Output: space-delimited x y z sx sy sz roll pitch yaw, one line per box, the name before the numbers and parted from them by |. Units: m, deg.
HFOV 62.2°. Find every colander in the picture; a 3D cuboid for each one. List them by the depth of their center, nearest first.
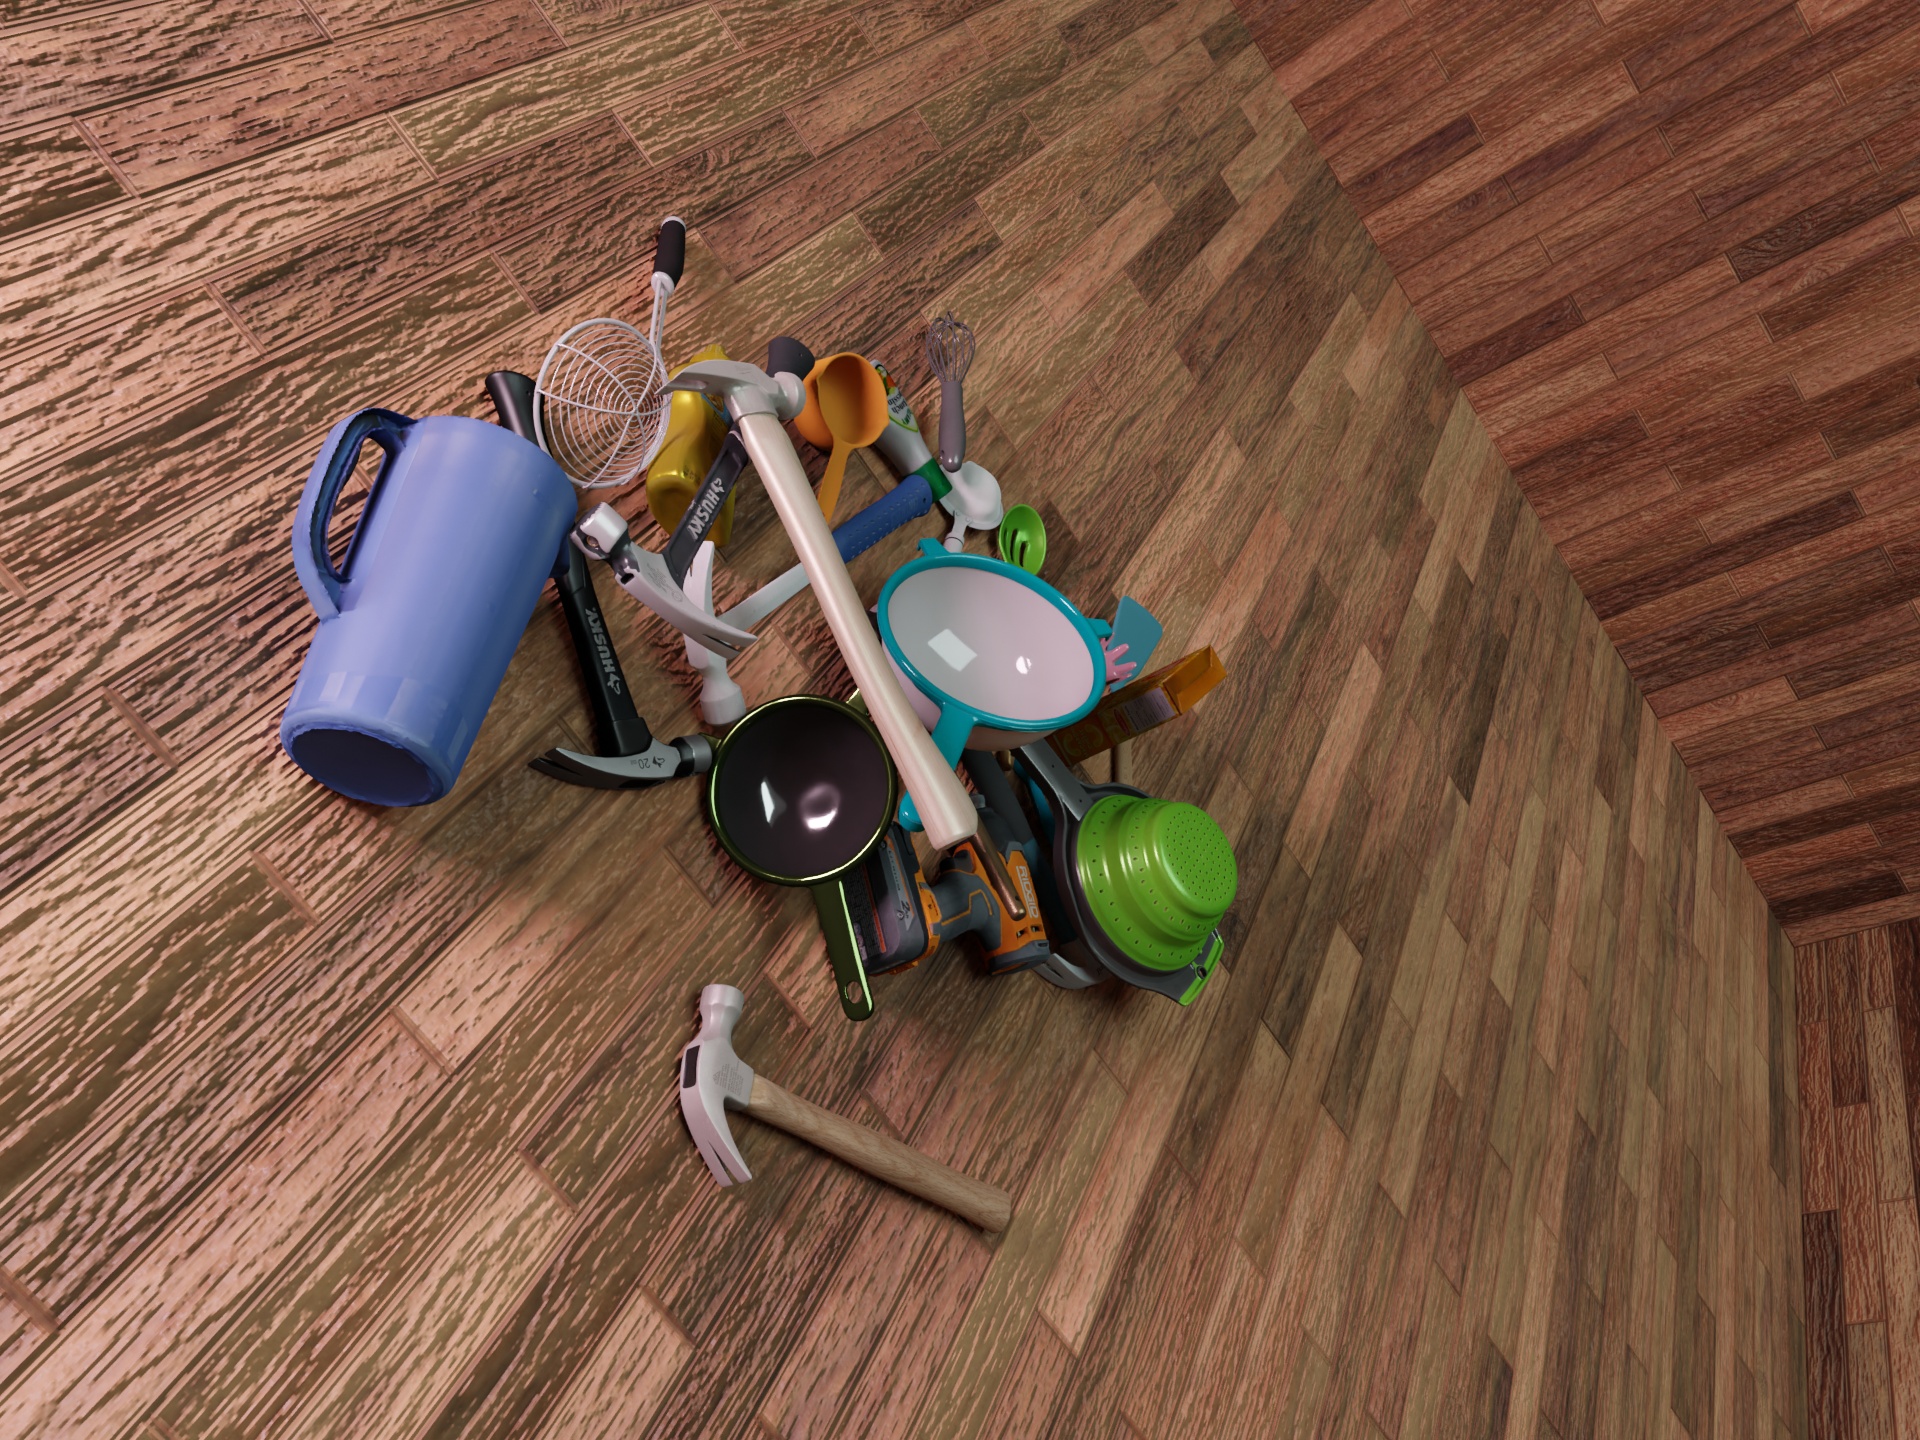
colander | 0.140 0.078 1.478 0.397 0.094 0.204 52 43 -7

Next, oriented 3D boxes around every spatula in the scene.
spatula | 0.180 0.019 1.688 0.082 0.044 0.318 35 47 -42

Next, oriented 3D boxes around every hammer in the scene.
hammer | -0.295 -0.107 1.190 0.146 0.035 0.335 -9 77 -53
hammer | -0.079 0.324 1.206 0.331 0.031 0.130 36 45 -33
hammer | -0.097 -0.090 1.207 0.146 0.038 0.411 -11 73 -57
hammer | -0.177 -0.202 1.259 0.149 0.036 0.409 45 33 -21
hammer | -0.124 -0.143 1.391 0.405 0.035 0.144 -46 131 -55
hammer | 0.053 0.103 1.494 0.128 0.033 0.331 -33 96 -54

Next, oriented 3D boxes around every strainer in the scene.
strainer | -0.105 0.108 1.237 0.069 0.151 0.256 58 15 -78
strainer | -0.002 -0.004 1.355 0.211 0.095 0.341 26 43 -2
strainer | -0.002 -0.185 1.589 0.086 0.050 0.259 30 50 -17

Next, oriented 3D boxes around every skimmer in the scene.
skimmer | -0.277 -0.323 1.305 0.364 0.090 0.127 -96 169 -50

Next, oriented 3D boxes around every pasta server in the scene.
pasta server | 0.052 -0.066 1.551 0.316 0.040 0.060 4 56 -43

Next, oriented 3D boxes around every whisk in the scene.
whisk | -0.011 -0.338 1.638 0.055 0.055 0.239 34 40 -35

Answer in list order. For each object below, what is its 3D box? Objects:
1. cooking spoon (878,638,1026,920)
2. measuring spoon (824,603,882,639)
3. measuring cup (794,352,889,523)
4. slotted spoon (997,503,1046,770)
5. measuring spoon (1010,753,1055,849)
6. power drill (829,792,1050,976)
cooking spoon | -0.015 0.043 1.375 0.068 0.017 0.319 12 39 -44
measuring spoon | -0.095 -0.092 1.416 0.124 0.018 0.034 1 96 -66
measuring cup | -0.126 -0.256 1.478 0.095 0.052 0.174 25 73 -43
slotted spoon | 0.054 -0.087 1.611 0.070 0.031 0.314 31 50 -36
measuring spoon | 0.084 0.076 1.554 0.042 0.021 0.129 -11 77 -52
power drill | -0.019 0.136 1.351 0.226 0.084 0.164 8 61 -52
